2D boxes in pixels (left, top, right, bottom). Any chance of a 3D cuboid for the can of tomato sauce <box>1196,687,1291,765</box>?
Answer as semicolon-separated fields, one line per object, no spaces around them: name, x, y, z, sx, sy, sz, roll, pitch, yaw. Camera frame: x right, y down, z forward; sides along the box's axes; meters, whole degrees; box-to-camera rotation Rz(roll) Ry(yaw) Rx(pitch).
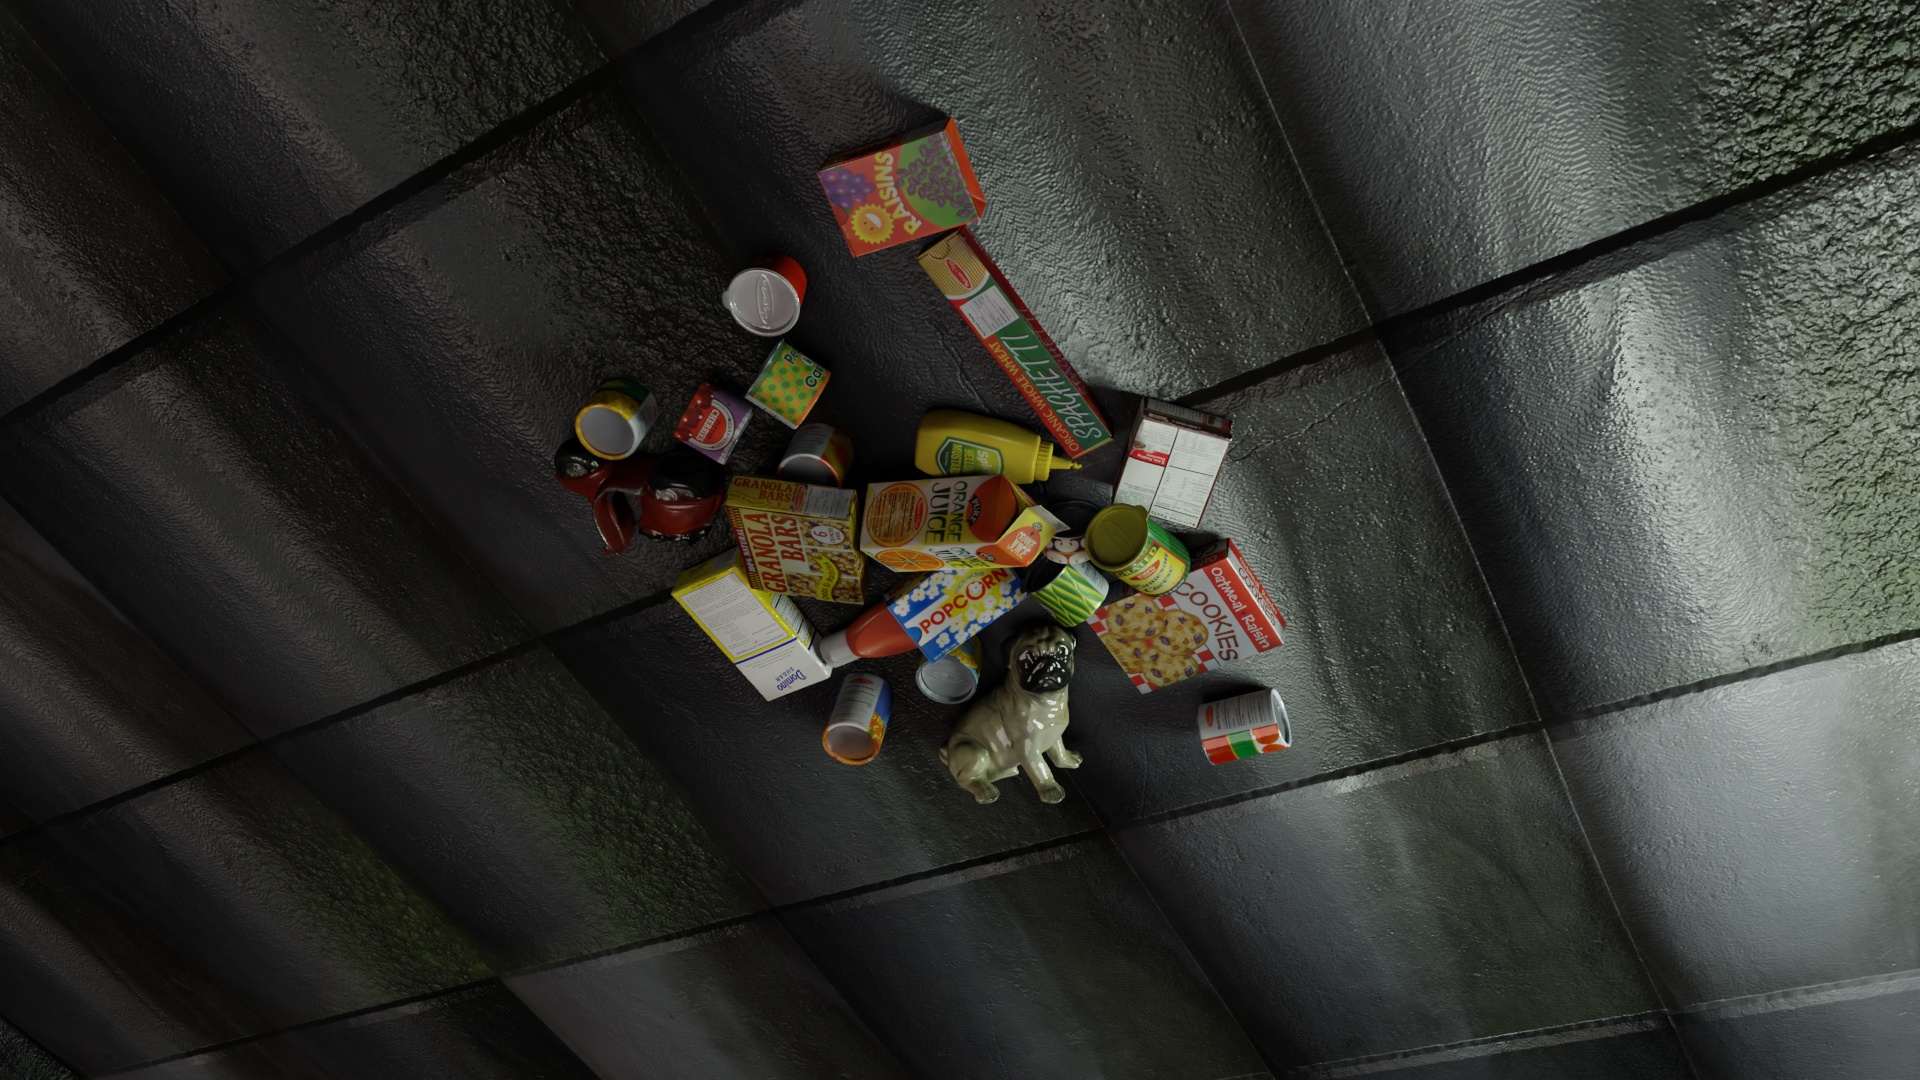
can of tomato sauce;0.302;0.198;1.477;0.083;0.071;0.071;-17;120;22

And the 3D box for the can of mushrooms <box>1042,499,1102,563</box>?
can of mushrooms;0.108;-0.009;1.368;0.071;0.071;0.033;-1;126;13

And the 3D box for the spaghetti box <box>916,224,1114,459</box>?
spaghetti box;0.054;-0.180;1.279;0.050;0.029;0.249;-28;116;28

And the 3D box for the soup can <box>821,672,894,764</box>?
soup can;-0.114;0.202;1.556;0.071;0.084;0.071;6;127;8

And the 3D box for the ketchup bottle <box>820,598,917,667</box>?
ketchup bottle;-0.084;0.097;1.500;0.148;0.044;0.064;-24;117;26

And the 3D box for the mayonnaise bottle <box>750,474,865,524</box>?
mayonnaise bottle;-0.146;-0.027;1.425;0.148;0.041;0.064;10;136;3

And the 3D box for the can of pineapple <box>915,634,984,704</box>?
can of pineapple;-0.010;0.132;1.500;0.071;0.058;0.070;6;126;8

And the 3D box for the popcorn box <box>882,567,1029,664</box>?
popcorn box;-0.004;0.055;1.424;0.127;0.038;0.085;-36;116;0

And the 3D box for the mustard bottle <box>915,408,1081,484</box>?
mustard bottle;0.038;-0.085;1.339;0.160;0.049;0.065;9;130;6

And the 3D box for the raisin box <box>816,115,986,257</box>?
raisin box;-0.051;-0.305;1.205;0.123;0.040;0.085;-12;123;20

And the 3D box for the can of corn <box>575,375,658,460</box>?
can of corn;-0.346;-0.123;1.387;0.071;0.058;0.070;6;126;8

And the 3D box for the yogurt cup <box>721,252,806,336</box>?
yogurt cup;-0.175;-0.229;1.276;0.072;0.054;0.072;6;126;8

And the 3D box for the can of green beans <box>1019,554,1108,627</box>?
can of green beans;0.107;0.045;1.408;0.071;0.071;0.057;-34;113;30

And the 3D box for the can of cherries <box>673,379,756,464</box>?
can of cherries;-0.241;-0.116;1.362;0.058;0.072;0.071;30;126;-9

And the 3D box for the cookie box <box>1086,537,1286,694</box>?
cookie box;0.229;0.079;1.423;0.167;0.040;0.122;-24;117;27

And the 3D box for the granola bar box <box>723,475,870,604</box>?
granola bar box;-0.160;0.002;1.395;0.124;0.039;0.164;7;149;7

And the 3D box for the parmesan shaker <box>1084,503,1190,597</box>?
parmesan shaker;0.175;0.010;1.341;0.071;0.071;0.103;-23;151;26

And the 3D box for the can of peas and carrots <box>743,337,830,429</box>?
can of peas and carrots;-0.164;-0.150;1.324;0.058;0.071;0.070;33;125;-13

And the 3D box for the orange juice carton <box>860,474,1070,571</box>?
orange juice carton;0.005;-0.017;1.344;0.192;0.073;0.071;-3;159;27

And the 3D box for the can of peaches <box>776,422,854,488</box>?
can of peaches;-0.143;-0.072;1.381;0.071;0.058;0.071;6;126;8
